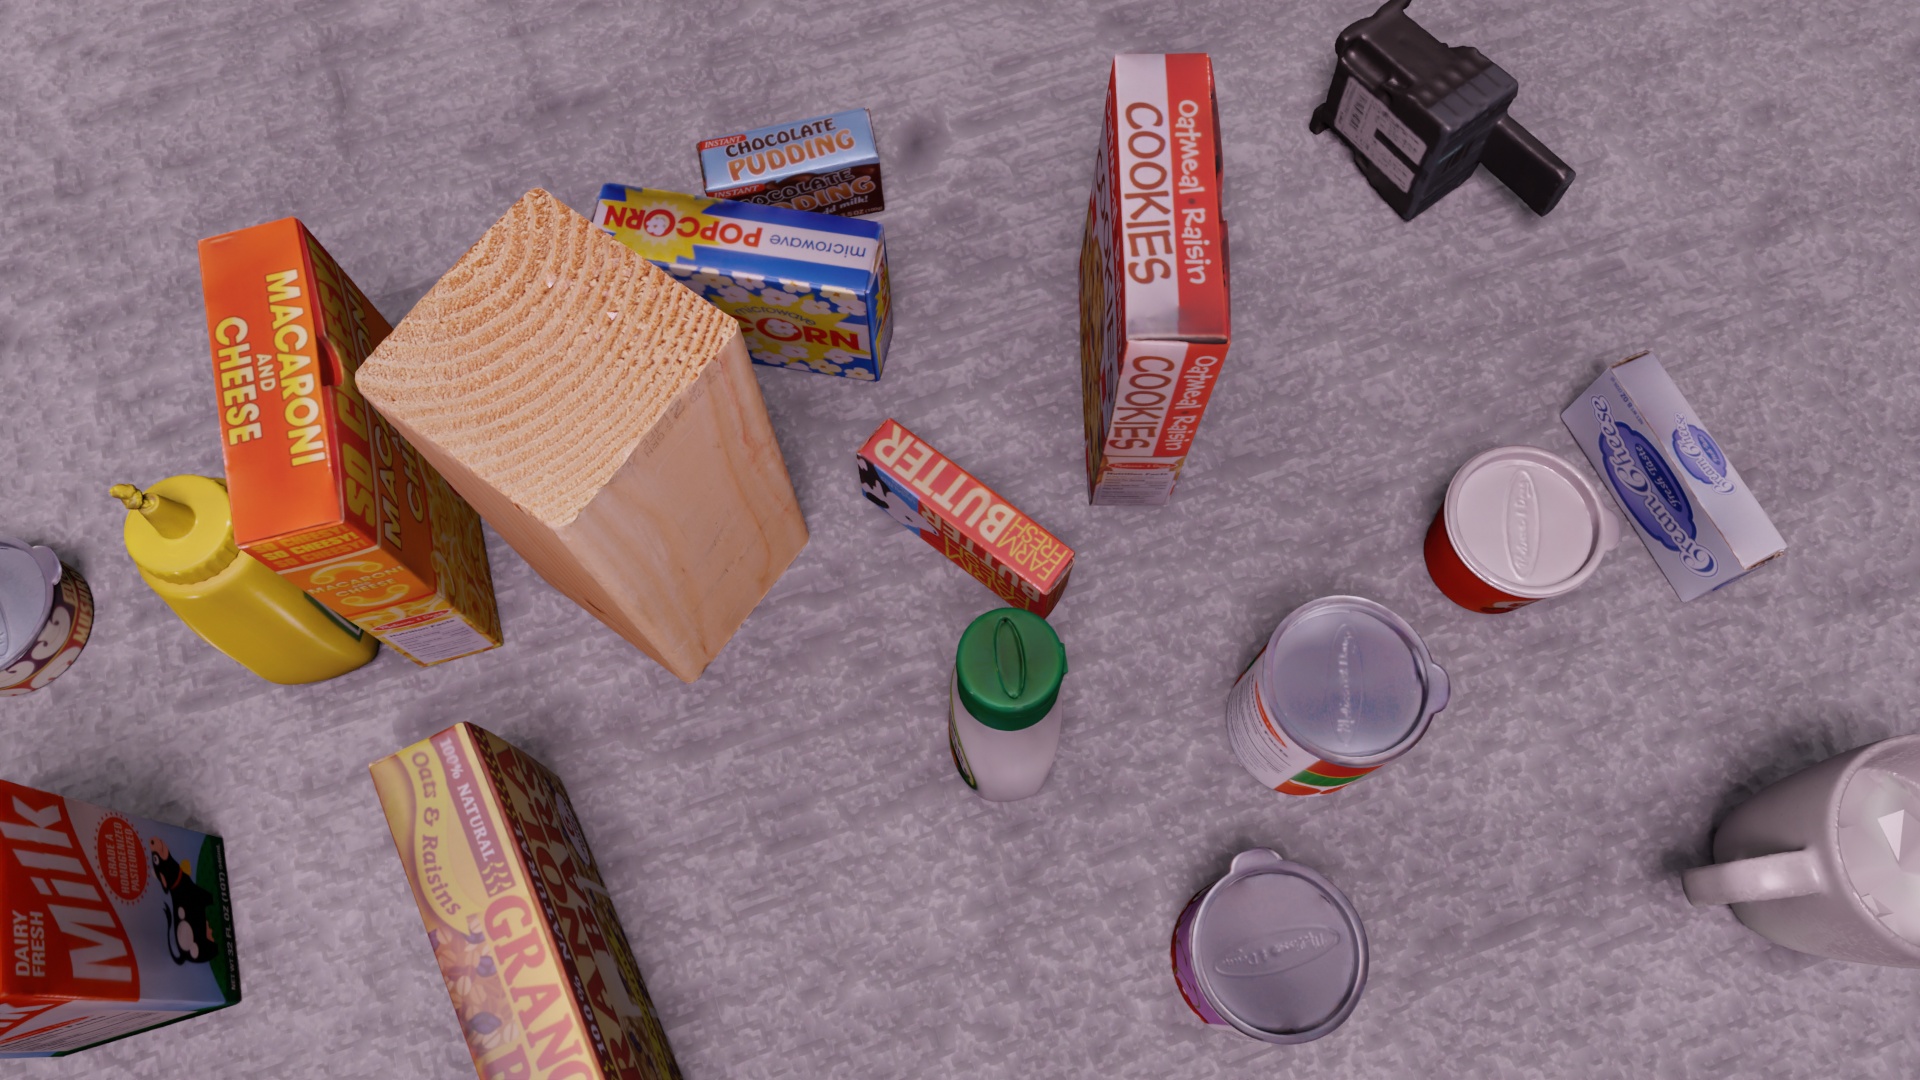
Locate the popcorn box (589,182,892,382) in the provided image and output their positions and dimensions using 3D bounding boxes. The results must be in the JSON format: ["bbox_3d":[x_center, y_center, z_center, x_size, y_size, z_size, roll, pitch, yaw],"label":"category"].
[{"bbox_3d":[-0.096,-0.114,0.625,0.127,0.085,0.038,9,71,3],"label":"popcorn box"}]

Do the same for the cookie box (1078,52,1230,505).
[{"bbox_3d":[0.077,-0.100,0.577,0.040,0.167,0.123,0,71,0],"label":"cookie box"}]

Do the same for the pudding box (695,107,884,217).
[{"bbox_3d":[-0.080,-0.175,0.666,0.084,0.049,0.030,-12,71,-4],"label":"pudding box"}]

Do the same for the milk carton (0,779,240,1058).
[{"bbox_3d":[-0.334,0.134,0.481,0.073,0.190,0.072,-16,72,-5],"label":"milk carton"}]

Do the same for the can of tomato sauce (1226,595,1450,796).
[{"bbox_3d":[0.149,0.065,0.564,0.071,0.083,0.071,0,71,0],"label":"can of tomato sauce"}]

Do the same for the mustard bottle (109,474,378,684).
[{"bbox_3d":[-0.278,0.011,0.541,0.049,0.159,0.065,-17,72,-6],"label":"mustard bottle"}]

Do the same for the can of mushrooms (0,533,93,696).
[{"bbox_3d":[-0.414,0.032,0.600,0.071,0.033,0.071,0,71,0],"label":"can of mushrooms"}]

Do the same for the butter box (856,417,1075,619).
[{"bbox_3d":[0.002,-0.008,0.605,0.103,0.053,0.024,37,75,12],"label":"butter box"}]

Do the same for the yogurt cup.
[{"bbox_3d":[0.237,-0.001,0.603,0.072,0.053,0.072,0,71,0],"label":"yogurt cup"}]

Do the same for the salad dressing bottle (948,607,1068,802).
[{"bbox_3d":[0.017,0.062,0.530,0.044,0.147,0.064,-6,71,-2],"label":"salad dressing bottle"}]

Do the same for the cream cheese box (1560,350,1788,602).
[{"bbox_3d":[0.312,-0.027,0.613,0.024,0.053,0.104,-24,72,-8],"label":"cream cheese box"}]

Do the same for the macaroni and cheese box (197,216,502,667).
[{"bbox_3d":[-0.236,-0.031,0.553,0.040,0.166,0.124,-15,72,-5],"label":"macaroni and cheese box"}]

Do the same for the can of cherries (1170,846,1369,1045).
[{"bbox_3d":[0.119,0.159,0.543,0.071,0.058,0.071,0,71,0],"label":"can of cherries"}]

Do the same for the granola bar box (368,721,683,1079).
[{"bbox_3d":[-0.150,0.157,0.509,0.039,0.124,0.166,-25,73,-8],"label":"granola bar box"}]
